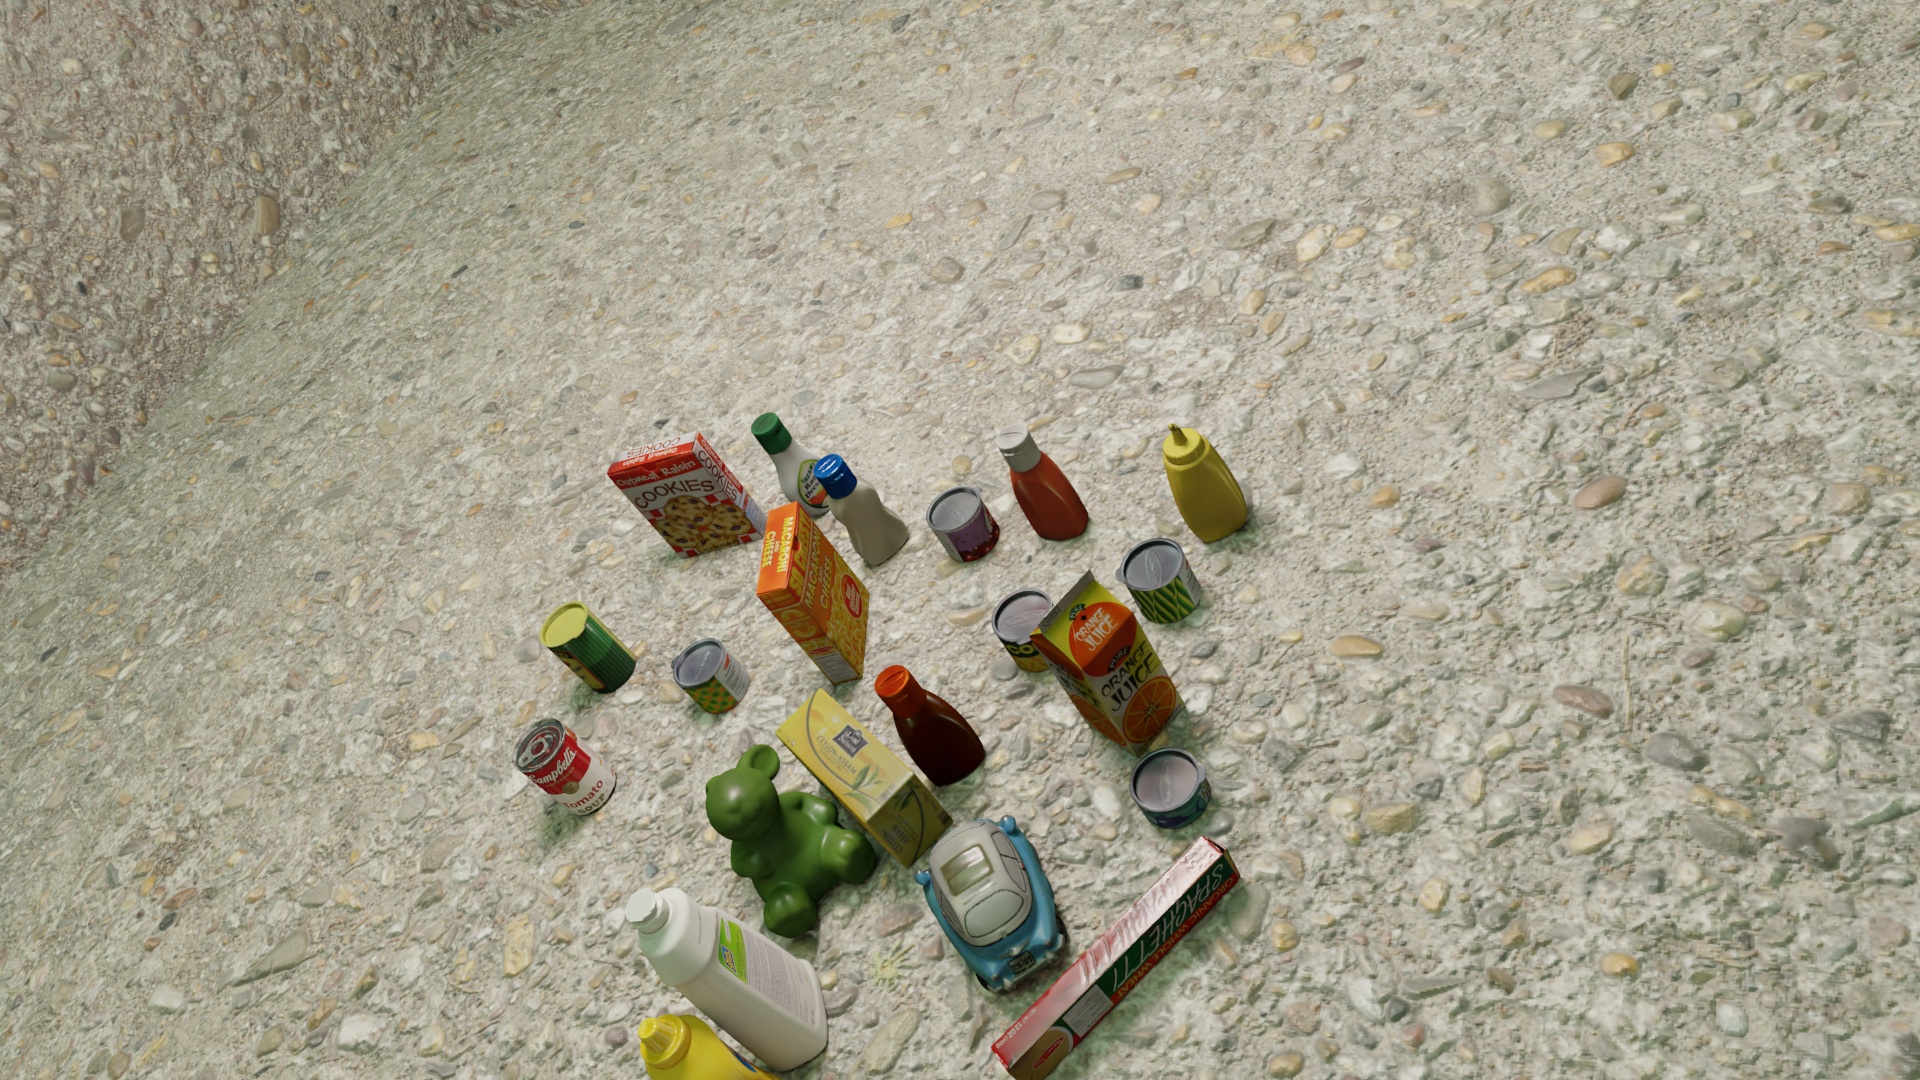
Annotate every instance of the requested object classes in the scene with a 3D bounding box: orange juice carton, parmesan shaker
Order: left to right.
[{"bbox_3d":[-0.440,0.129,1.650,0.071,0.102,0.072,-17,44,18],"label":"parmesan shaker"},{"bbox_3d":[0.128,0.107,1.257,0.072,0.192,0.073,-46,43,-13],"label":"orange juice carton"}]

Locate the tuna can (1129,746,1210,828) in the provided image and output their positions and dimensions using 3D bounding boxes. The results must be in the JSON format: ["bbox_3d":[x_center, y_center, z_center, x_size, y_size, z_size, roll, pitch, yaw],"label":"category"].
[{"bbox_3d":[0.189,0.219,1.234,0.071,0.032,0.071,-17,44,17],"label":"tuna can"}]

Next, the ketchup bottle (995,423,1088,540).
[{"bbox_3d":[0.083,-0.061,1.476,0.064,0.148,0.044,0,51,32],"label":"ketchup bottle"}]

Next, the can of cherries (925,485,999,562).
[{"bbox_3d":[0.006,-0.019,1.551,0.071,0.058,0.072,-17,44,17],"label":"can of cherries"}]

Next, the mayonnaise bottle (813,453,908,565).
[{"bbox_3d":[-0.116,-0.038,1.576,0.065,0.147,0.041,-42,42,-9],"label":"mayonnaise bottle"}]

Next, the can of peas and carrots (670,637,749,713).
[{"bbox_3d":[-0.282,0.153,1.564,0.071,0.058,0.071,-17,44,17],"label":"can of peas and carrots"}]

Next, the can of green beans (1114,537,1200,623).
[{"bbox_3d":[0.199,0.040,1.377,0.071,0.057,0.071,-17,44,17],"label":"can of green beans"}]

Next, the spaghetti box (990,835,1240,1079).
[{"bbox_3d":[0.130,0.344,1.139,0.250,0.050,0.029,-42,42,-10],"label":"spaghetti box"}]

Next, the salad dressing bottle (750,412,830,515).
[{"bbox_3d":[-0.202,-0.093,1.680,0.044,0.147,0.064,14,60,40],"label":"salad dressing bottle"}]

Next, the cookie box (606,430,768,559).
[{"bbox_3d":[-0.334,-0.053,1.709,0.123,0.166,0.040,-14,45,21],"label":"cookie box"}]

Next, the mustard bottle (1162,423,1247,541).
[{"bbox_3d":[0.236,-0.066,1.378,0.065,0.159,0.049,-26,42,8],"label":"mustard bottle"}]

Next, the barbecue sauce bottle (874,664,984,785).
[{"bbox_3d":[-0.033,0.175,1.325,0.065,0.148,0.044,-33,42,1],"label":"barbecue sauce bottle"}]

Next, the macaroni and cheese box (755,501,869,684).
[{"bbox_3d":[-0.155,0.057,1.497,0.040,0.166,0.124,-17,44,18],"label":"macaroni and cheese box"}]

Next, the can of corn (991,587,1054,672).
[{"bbox_3d":[0.073,0.093,1.405,0.071,0.058,0.071,-17,44,17],"label":"can of corn"}]
